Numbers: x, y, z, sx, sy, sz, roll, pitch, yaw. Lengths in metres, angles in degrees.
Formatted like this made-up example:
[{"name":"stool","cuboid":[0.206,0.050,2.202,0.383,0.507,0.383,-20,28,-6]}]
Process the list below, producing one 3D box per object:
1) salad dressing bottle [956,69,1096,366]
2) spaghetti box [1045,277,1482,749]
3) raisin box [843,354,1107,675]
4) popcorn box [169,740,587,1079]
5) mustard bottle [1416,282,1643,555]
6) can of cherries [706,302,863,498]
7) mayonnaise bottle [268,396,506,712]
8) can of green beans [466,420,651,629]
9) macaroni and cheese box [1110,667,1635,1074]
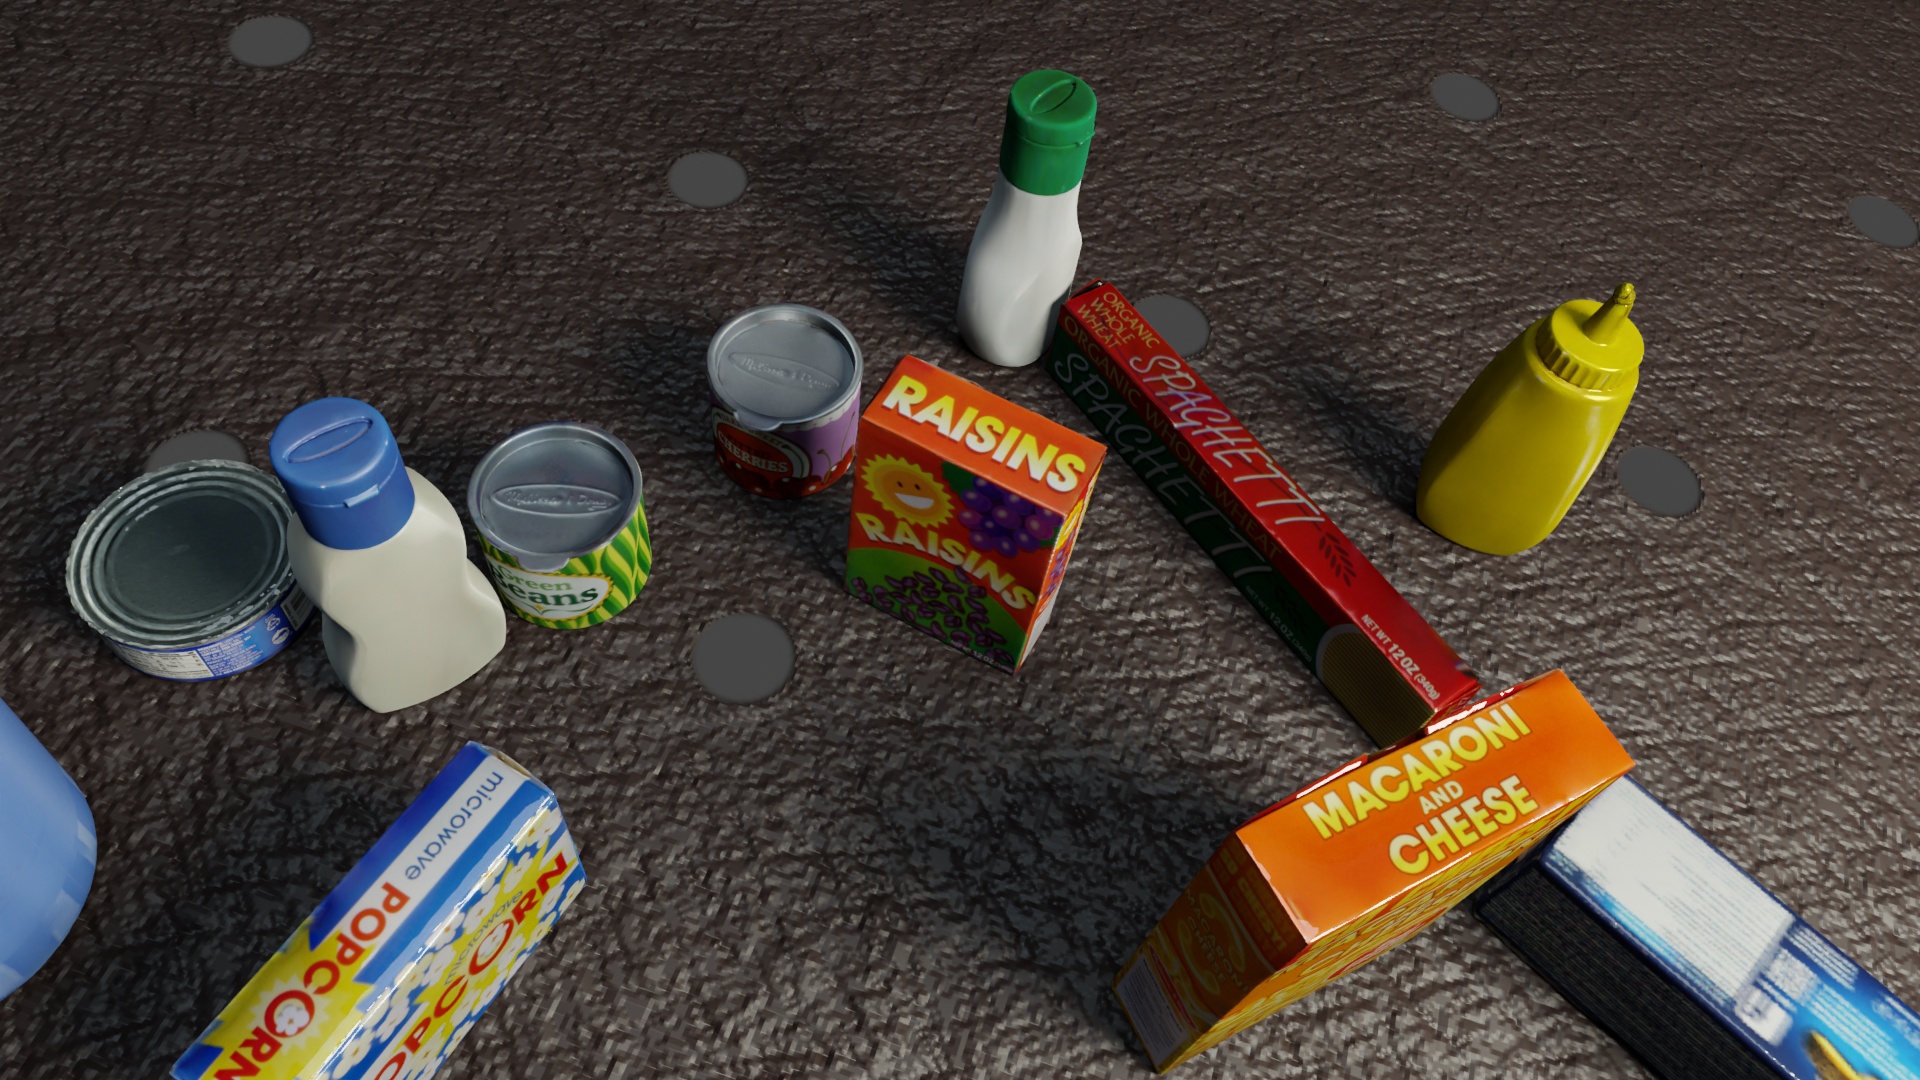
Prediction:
[{"name":"salad dressing bottle","cuboid":[0.031,-0.141,0.624,0.044,0.147,0.064,38,60,16]},{"name":"spaghetti box","cuboid":[0.123,-0.015,0.613,0.029,0.050,0.251,-28,65,-23]},{"name":"raisin box","cuboid":[0.002,-0.007,0.547,0.086,0.122,0.040,27,58,10]},{"name":"popcorn box","cuboid":[-0.180,0.138,0.452,0.038,0.084,0.127,30,58,11]},{"name":"mustard bottle","cuboid":[0.248,-0.055,0.589,0.065,0.159,0.049,24,58,8]},{"name":"can of cherries","cuboid":[-0.078,-0.059,0.609,0.071,0.058,0.072,4,57,-5]},{"name":"mayonnaise bottle","cuboid":[-0.205,0.007,0.495,0.065,0.147,0.041,-31,66,-24]},{"name":"can of green beans","cuboid":[-0.161,-0.005,0.563,0.071,0.057,0.071,4,57,-5]},{"name":"macaroni and cheese box","cuboid":[0.125,0.114,0.459,0.124,0.165,0.040,-21,62,-20]}]
